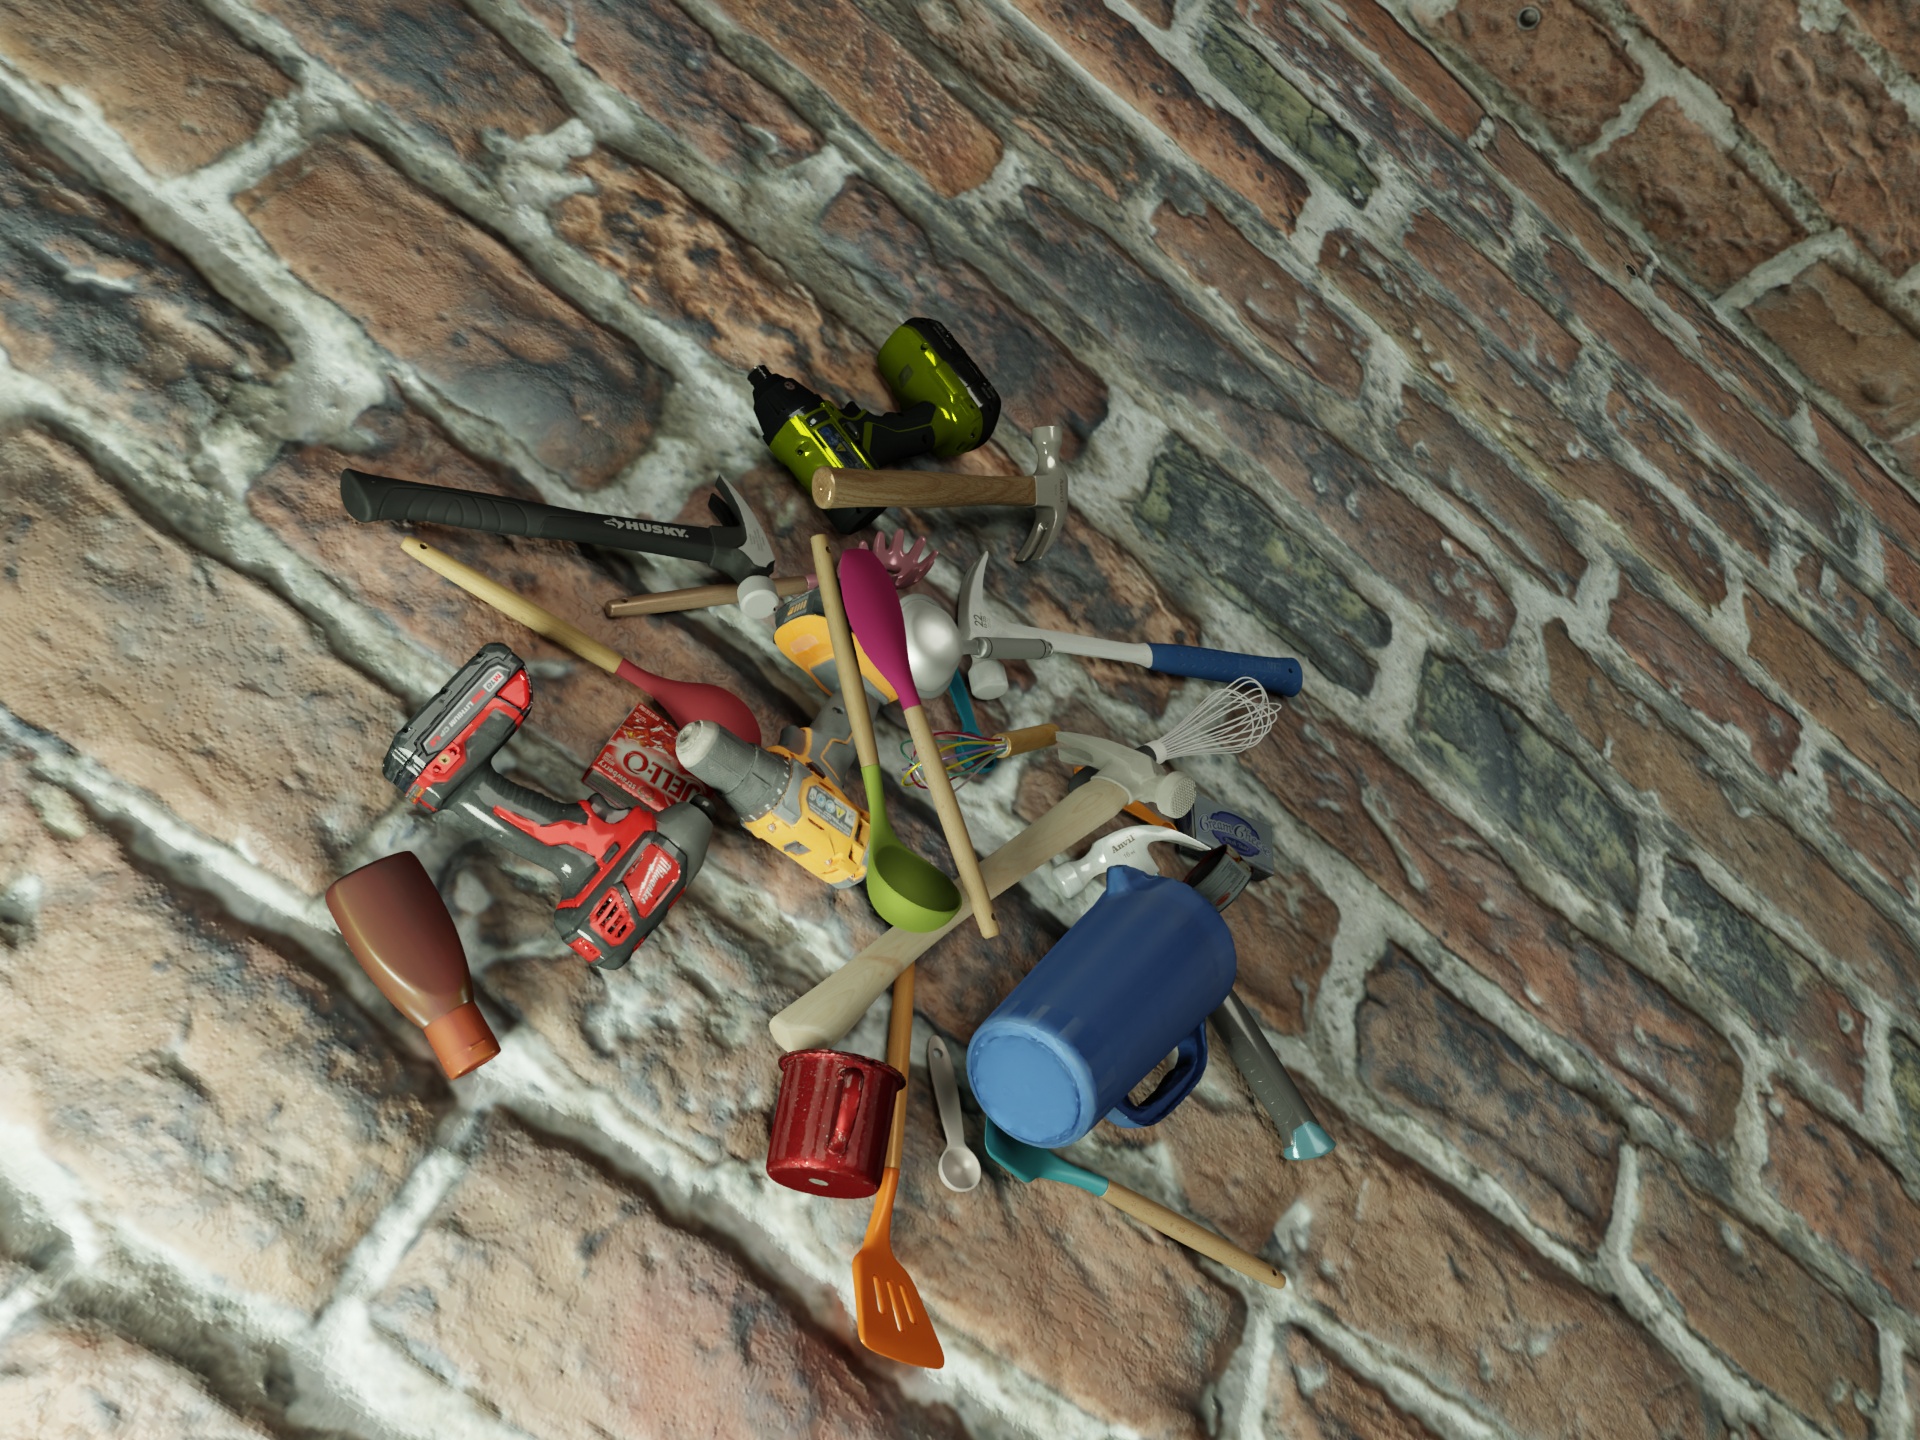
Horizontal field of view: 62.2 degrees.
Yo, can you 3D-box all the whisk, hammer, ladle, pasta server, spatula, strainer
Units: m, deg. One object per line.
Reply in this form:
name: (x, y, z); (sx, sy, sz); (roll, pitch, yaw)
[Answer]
whisk: (0.202, 0.021, 1.498); (0.284, 0.070, 0.070); (-20, 76, -38)
hammer: (0.172, -0.070, 1.551); (0.405, 0.035, 0.144); (7, 60, -32)
hammer: (0.006, 0.131, 1.275); (0.410, 0.146, 0.038); (-34, 129, -33)
ladle: (-0.287, -0.056, 1.232); (0.315, 0.031, 0.069); (31, 46, -13)
pasta server: (-0.155, -0.120, 1.354); (0.316, 0.040, 0.060); (-12, 45, -37)
spatula: (0.139, 0.374, 1.247); (0.317, 0.044, 0.082); (32, 39, -16)
spatula: (-0.043, 0.305, 1.166); (0.081, 0.041, 0.323); (33, 45, -35)
strainer: (0.014, -0.064, 1.349); (0.258, 0.050, 0.087); (-3, 86, -56)
hammer: (-0.312, -0.159, 1.258); (0.334, 0.035, 0.146); (6, 44, -27)
whisk: (0.020, 0.025, 1.348); (0.051, 0.047, 0.245); (26, 18, 25)
ladle: (-0.065, 0.006, 1.217); (0.078, 0.062, 0.320); (-1, 75, -57)
hammer: (0.218, 0.236, 1.373); (0.128, 0.033, 0.331); (-32, 88, -10)
hammer: (-0.008, -0.208, 1.450); (0.331, 0.031, 0.130); (-9, 96, -49)

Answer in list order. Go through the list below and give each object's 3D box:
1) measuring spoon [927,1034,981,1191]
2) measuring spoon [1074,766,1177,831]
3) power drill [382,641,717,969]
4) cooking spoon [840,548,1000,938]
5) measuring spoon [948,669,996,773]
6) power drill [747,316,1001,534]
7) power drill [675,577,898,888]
measuring spoon: (-0.011, 0.300, 1.213); (0.034, 0.018, 0.124); (9, 51, -30)
measuring spoon: (0.151, 0.077, 1.464); (0.117, 0.011, 0.021); (33, 43, -9)
power drill: (-0.281, 0.056, 1.119); (0.219, 0.078, 0.143); (43, 62, -9)
cooking spoon: (-0.028, 0.014, 1.222); (0.068, 0.017, 0.319); (-9, 78, -54)
measuring spoon: (-0.002, -0.004, 1.406); (0.042, 0.021, 0.129); (15, 45, -42)
power drill: (-0.081, -0.287, 1.484); (0.223, 0.080, 0.171); (-36, 87, -40)
power drill: (-0.125, -0.004, 1.254); (0.185, 0.084, 0.226); (38, 48, -31)
